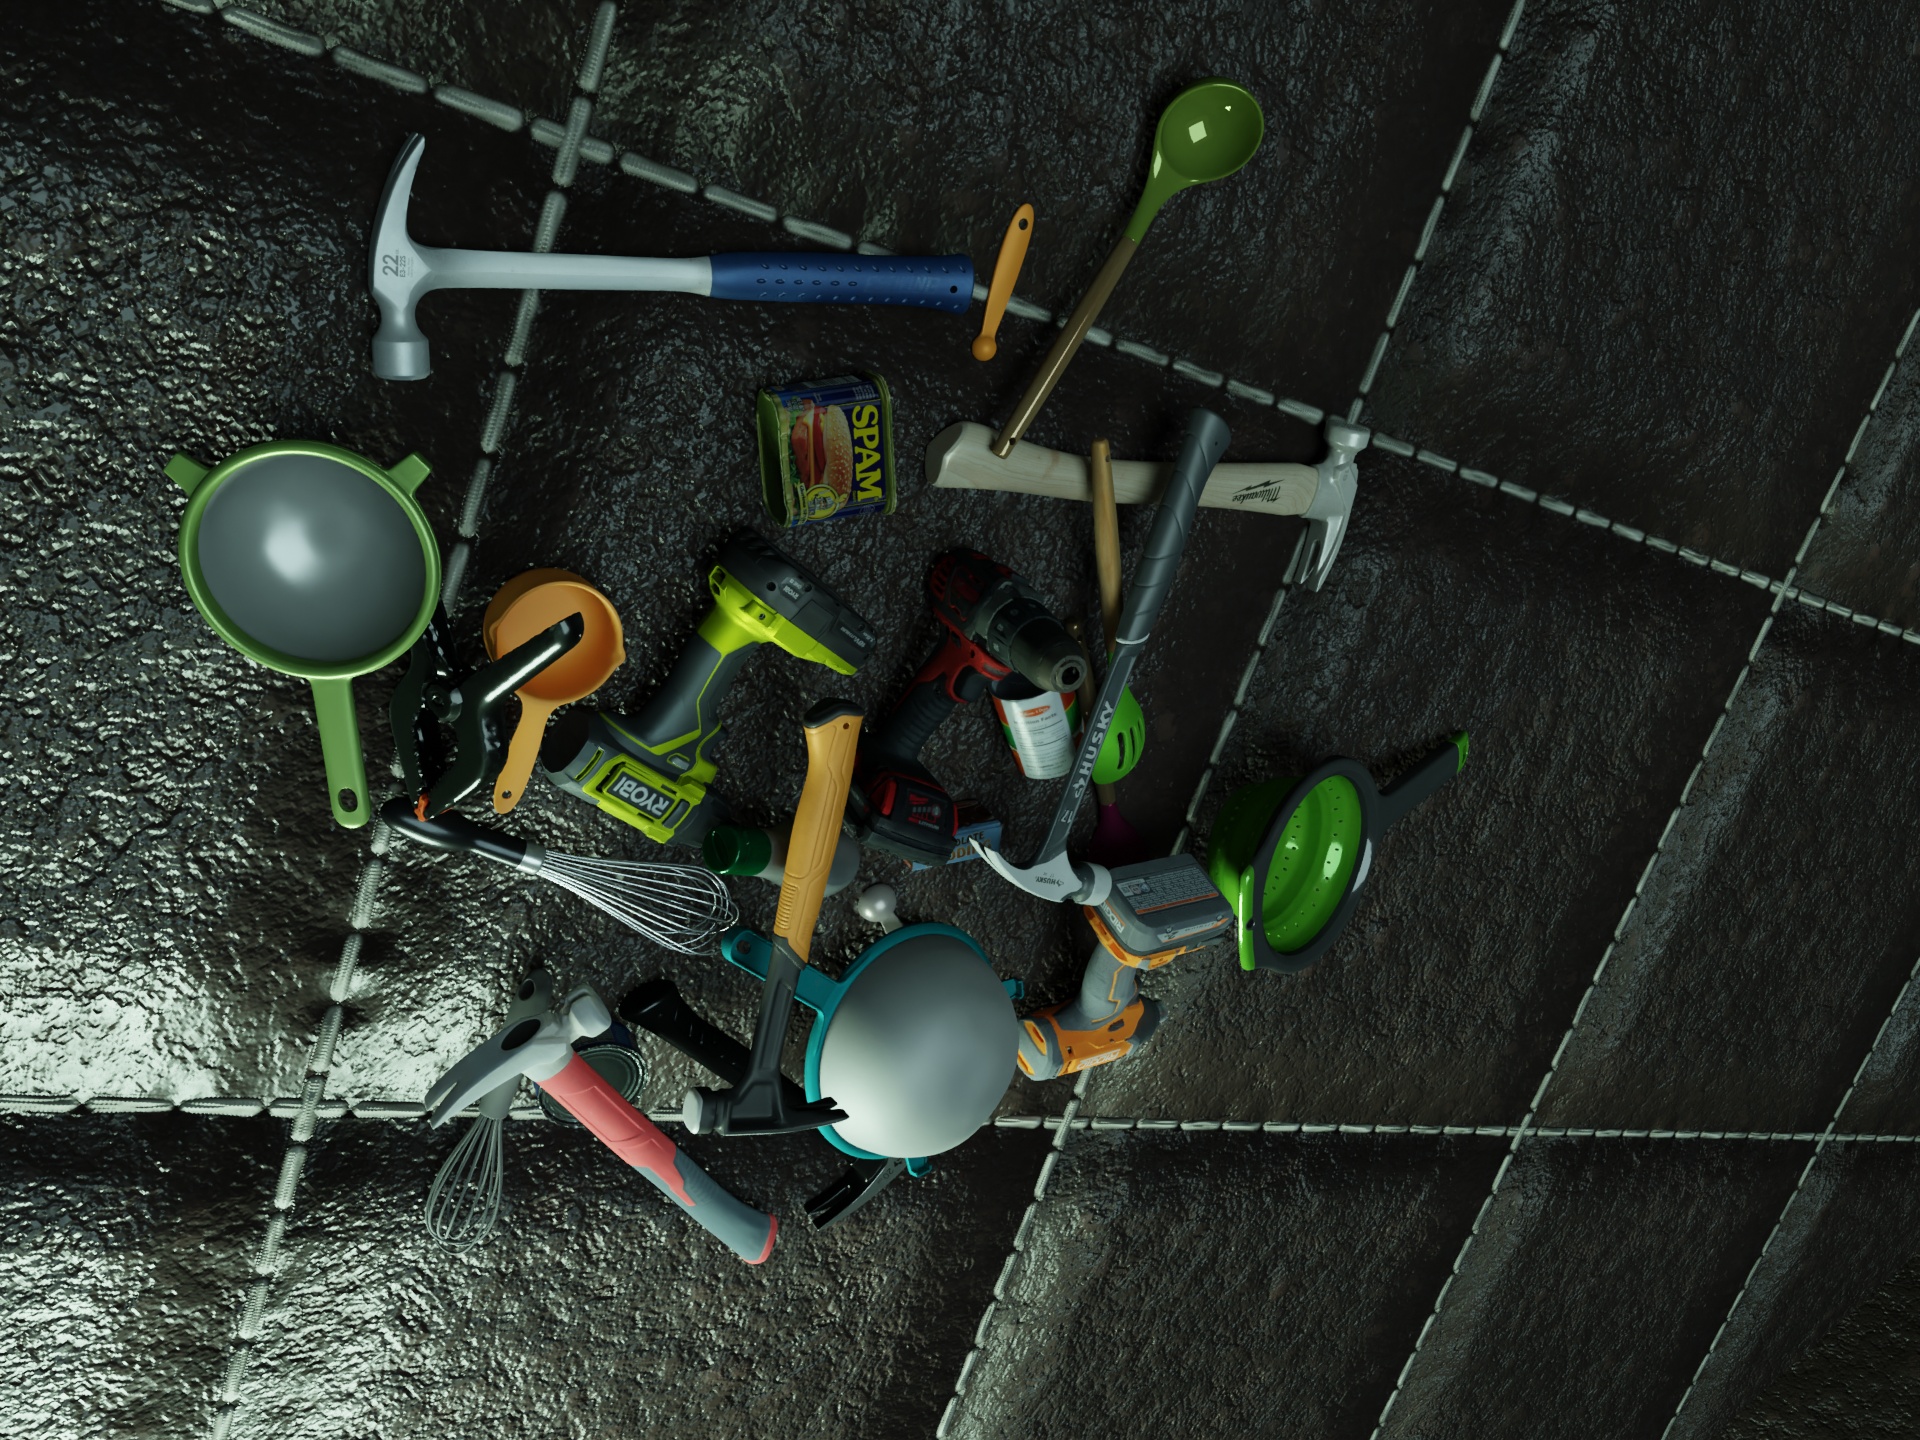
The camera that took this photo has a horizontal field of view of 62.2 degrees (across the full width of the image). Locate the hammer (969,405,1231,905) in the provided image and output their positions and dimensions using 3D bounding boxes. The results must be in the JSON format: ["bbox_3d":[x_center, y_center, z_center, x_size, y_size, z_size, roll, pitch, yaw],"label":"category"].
[{"bbox_3d":[0.125,-0.050,1.262,0.149,0.036,0.409,14,98,-43],"label":"hammer"}]

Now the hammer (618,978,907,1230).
[{"bbox_3d":[-0.162,0.314,1.338,0.146,0.035,0.334,-48,127,-3],"label":"hammer"}]

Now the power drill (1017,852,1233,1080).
[{"bbox_3d":[0.153,0.224,1.421,0.164,0.084,0.226,-7,136,-35],"label":"power drill"}]

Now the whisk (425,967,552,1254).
[{"bbox_3d":[-0.355,0.298,1.212,0.055,0.055,0.239,15,101,-34],"label":"whisk"}]

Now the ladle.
[{"bbox_3d":[0.117,-0.329,1.169,0.078,0.062,0.320,32,90,-34],"label":"ladle"}]

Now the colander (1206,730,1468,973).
[{"bbox_3d":[0.349,0.089,1.509,0.397,0.095,0.204,-29,125,-38],"label":"colander"}]

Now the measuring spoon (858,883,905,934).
[{"bbox_3d":[-0.049,0.186,1.353,0.034,0.018,0.124,-37,126,-10],"label":"measuring spoon"}]

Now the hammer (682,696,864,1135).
[{"bbox_3d":[-0.114,0.148,1.174,0.127,0.034,0.337,6,103,-31],"label":"hammer"}]

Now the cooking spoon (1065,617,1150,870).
[{"bbox_3d":[0.124,0.050,1.390,0.069,0.017,0.318,-26,123,-19],"label":"cooking spoon"}]

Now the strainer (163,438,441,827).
[{"bbox_3d":[-0.393,-0.058,1.001,0.151,0.069,0.256,-1,115,-6],"label":"strainer"}]

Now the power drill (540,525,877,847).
[{"bbox_3d":[-0.172,-0.013,1.155,0.223,0.080,0.171,-50,134,4],"label":"power drill"}]

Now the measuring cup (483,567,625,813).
[{"bbox_3d":[-0.295,-0.023,1.093,0.095,0.052,0.173,13,107,-34],"label":"measuring cup"}]

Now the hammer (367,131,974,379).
[{"bbox_3d":[-0.175,-0.298,1.043,0.405,0.035,0.144,-7,115,-28],"label":"hammer"}]

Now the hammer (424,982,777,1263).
[{"bbox_3d":[-0.258,0.351,1.260,0.143,0.038,0.385,-34,135,-5],"label":"hammer"}]

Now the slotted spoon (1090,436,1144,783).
[{"bbox_3d":[0.123,-0.080,1.288,0.070,0.031,0.313,-36,131,-39],"label":"slotted spoon"}]

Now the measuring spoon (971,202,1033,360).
[{"bbox_3d":[0.033,-0.321,1.168,0.021,0.011,0.117,8,108,-33],"label":"measuring spoon"}]

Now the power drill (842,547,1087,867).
[{"bbox_3d":[-0.002,-0.004,1.191,0.080,0.188,0.226,21,105,-35],"label":"power drill"}]

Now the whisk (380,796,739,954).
[{"bbox_3d":[-0.285,0.110,1.160,0.284,0.070,0.070,24,99,-31],"label":"whisk"}]

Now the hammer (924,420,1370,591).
[{"bbox_3d":[0.156,-0.184,1.289,0.410,0.038,0.146,-1,114,-30],"label":"hammer"}]

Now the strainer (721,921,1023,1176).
[{"bbox_3d":[-0.056,0.252,1.290,0.340,0.095,0.211,40,74,-43],"label":"strainer"}]
